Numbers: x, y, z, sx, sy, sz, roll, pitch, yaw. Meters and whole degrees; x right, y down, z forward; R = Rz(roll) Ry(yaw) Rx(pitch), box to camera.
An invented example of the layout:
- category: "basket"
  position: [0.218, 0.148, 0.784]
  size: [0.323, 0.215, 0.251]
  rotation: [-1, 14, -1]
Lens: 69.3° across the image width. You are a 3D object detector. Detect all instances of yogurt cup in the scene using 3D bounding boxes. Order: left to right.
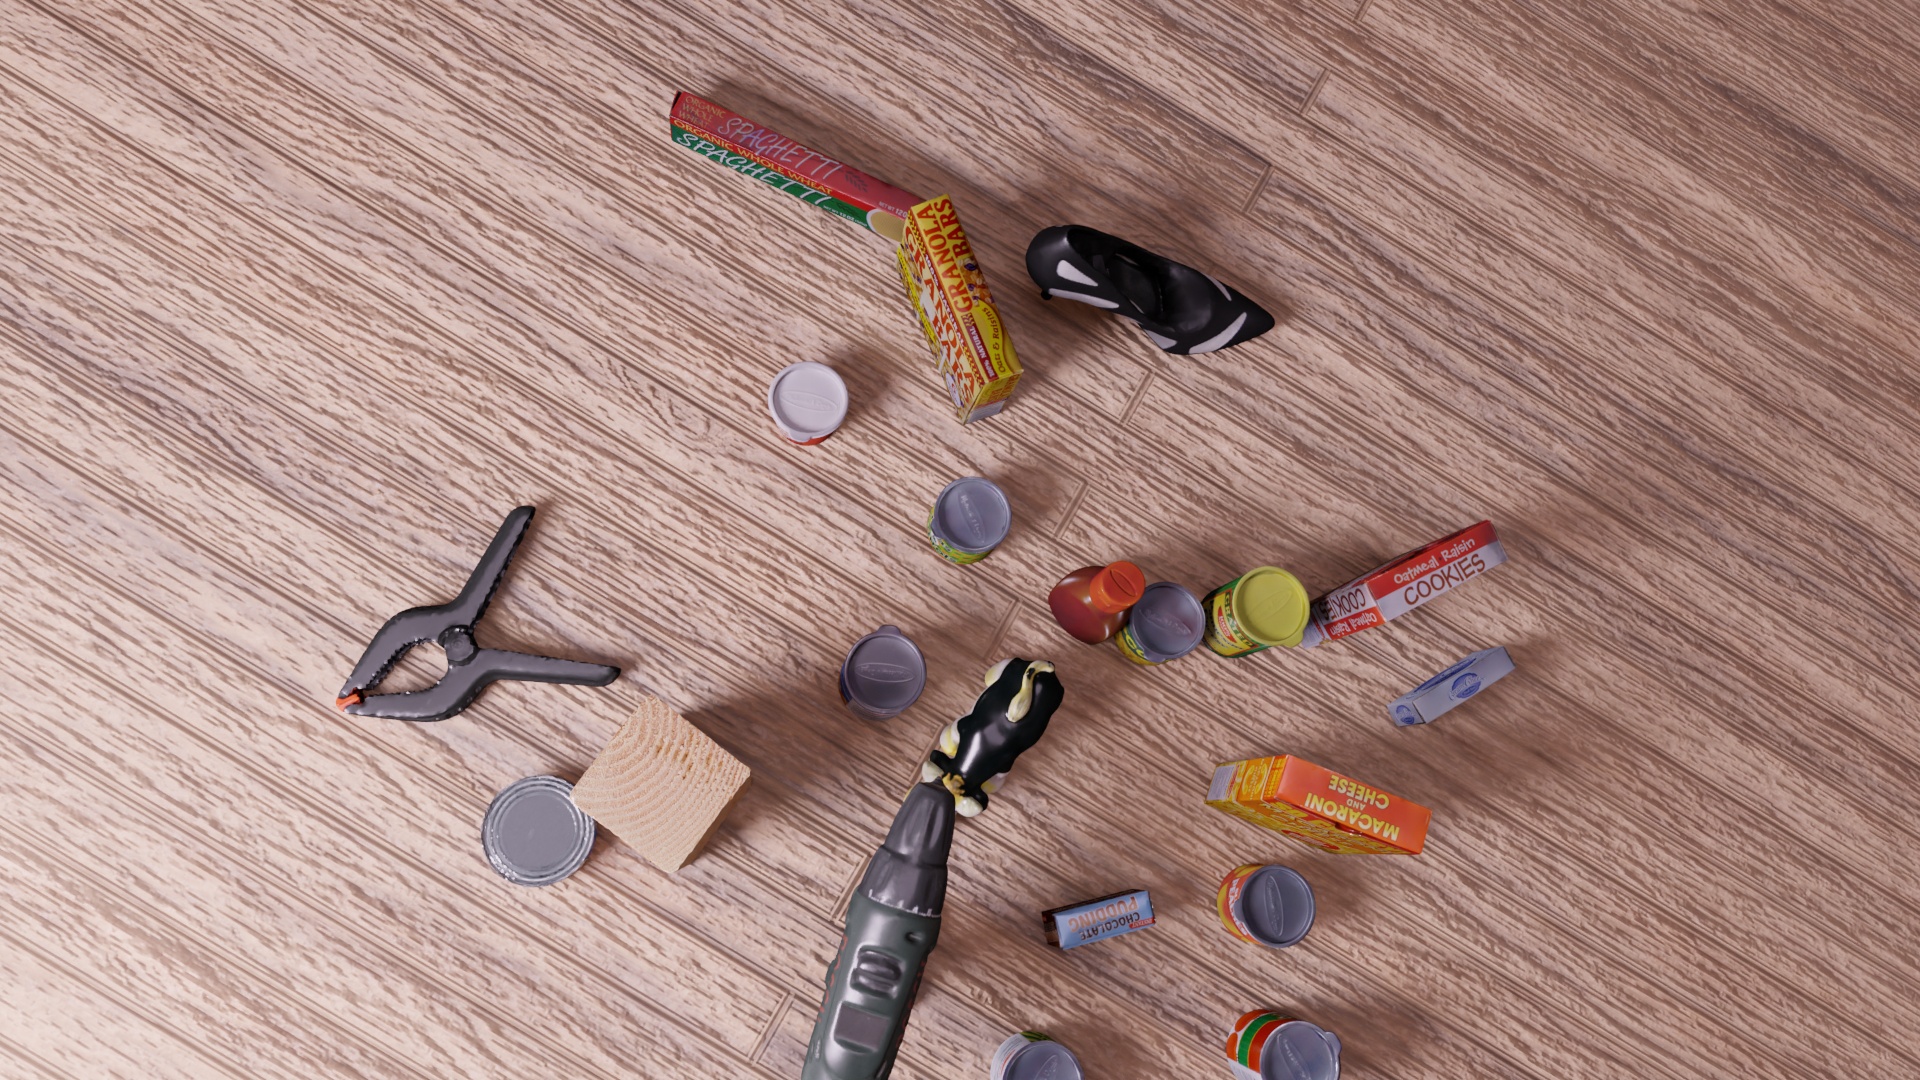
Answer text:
- category: "yogurt cup"
  position: [-0.131, -0.114, 1.192]
  size: [0.072, 0.054, 0.072]
  rotation: [2, 78, -8]

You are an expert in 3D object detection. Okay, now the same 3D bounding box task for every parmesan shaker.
- category: "parmesan shaker"
  position: [0.249, 0.066, 1.186]
  size: [0.071, 0.103, 0.071]
  rotation: [2, 78, -8]

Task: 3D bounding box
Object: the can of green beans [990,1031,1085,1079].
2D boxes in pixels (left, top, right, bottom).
- category: "can of green beans"
  position: [0.060, 0.427, 1.100]
  size: [0.071, 0.057, 0.071]
  rotation: [2, 78, -8]

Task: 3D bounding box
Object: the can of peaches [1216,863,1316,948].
- category: "can of peaches"
  position: [0.251, 0.303, 1.157]
  size: [0.071, 0.058, 0.071]
  rotation: [2, 78, -8]

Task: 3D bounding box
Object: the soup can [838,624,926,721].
- category: "soup can"
  position: [-0.065, 0.110, 1.137]
  size: [0.071, 0.083, 0.071]
  rotation: [2, 78, -8]

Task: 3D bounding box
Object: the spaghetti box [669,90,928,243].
- category: "spaghetti box"
  position: [-0.142, -0.329, 1.240]
  size: [0.250, 0.050, 0.029]
  rotation: [24, 76, -3]

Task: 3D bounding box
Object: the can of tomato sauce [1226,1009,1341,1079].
- category: "can of tomato sauce"
  position: [0.260, 0.415, 1.121]
  size: [0.071, 0.083, 0.071]
  rotation: [2, 78, -8]

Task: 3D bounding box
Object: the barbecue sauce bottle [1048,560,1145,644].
- category: "barbecue sauce bottle"
  position: [0.115, 0.048, 1.145]
  size: [0.044, 0.148, 0.065]
  rotation: [-42, 87, -14]

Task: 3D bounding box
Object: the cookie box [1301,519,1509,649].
- category: "cookie box"
  position: [0.365, 0.039, 1.176]
  size: [0.123, 0.167, 0.040]
  rotation: [-25, 83, -13]

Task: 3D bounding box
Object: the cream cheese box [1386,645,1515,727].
- category: "cream cheese box"
  position: [0.432, 0.130, 1.226]
  size: [0.104, 0.053, 0.024]
  rotation: [-28, 84, -13]

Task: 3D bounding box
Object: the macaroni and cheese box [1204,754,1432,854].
- category: "macaroni and cheese box"
  position: [0.285, 0.217, 1.125]
  size: [0.124, 0.166, 0.040]
  rotation: [22, 76, -4]

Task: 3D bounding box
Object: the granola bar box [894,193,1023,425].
- category: "granola bar box"
  position: [-0.005, -0.194, 1.193]
  size: [0.039, 0.124, 0.165]
  rotation: [-21, 82, -12]

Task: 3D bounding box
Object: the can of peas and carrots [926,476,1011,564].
- category: "can of peas and carrots"
  position: [0.004, -0.015, 1.188]
  size: [0.071, 0.058, 0.071]
  rotation: [2, 78, -8]

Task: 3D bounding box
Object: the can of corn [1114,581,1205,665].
- category: "can of corn"
  position: [0.169, 0.075, 1.194]
  size: [0.071, 0.058, 0.071]
  rotation: [2, 78, -8]

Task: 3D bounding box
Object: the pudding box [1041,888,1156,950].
- category: "pudding box"
  position: [0.113, 0.310, 1.138]
  size: [0.084, 0.049, 0.030]
  rotation: [-11, 80, -11]
